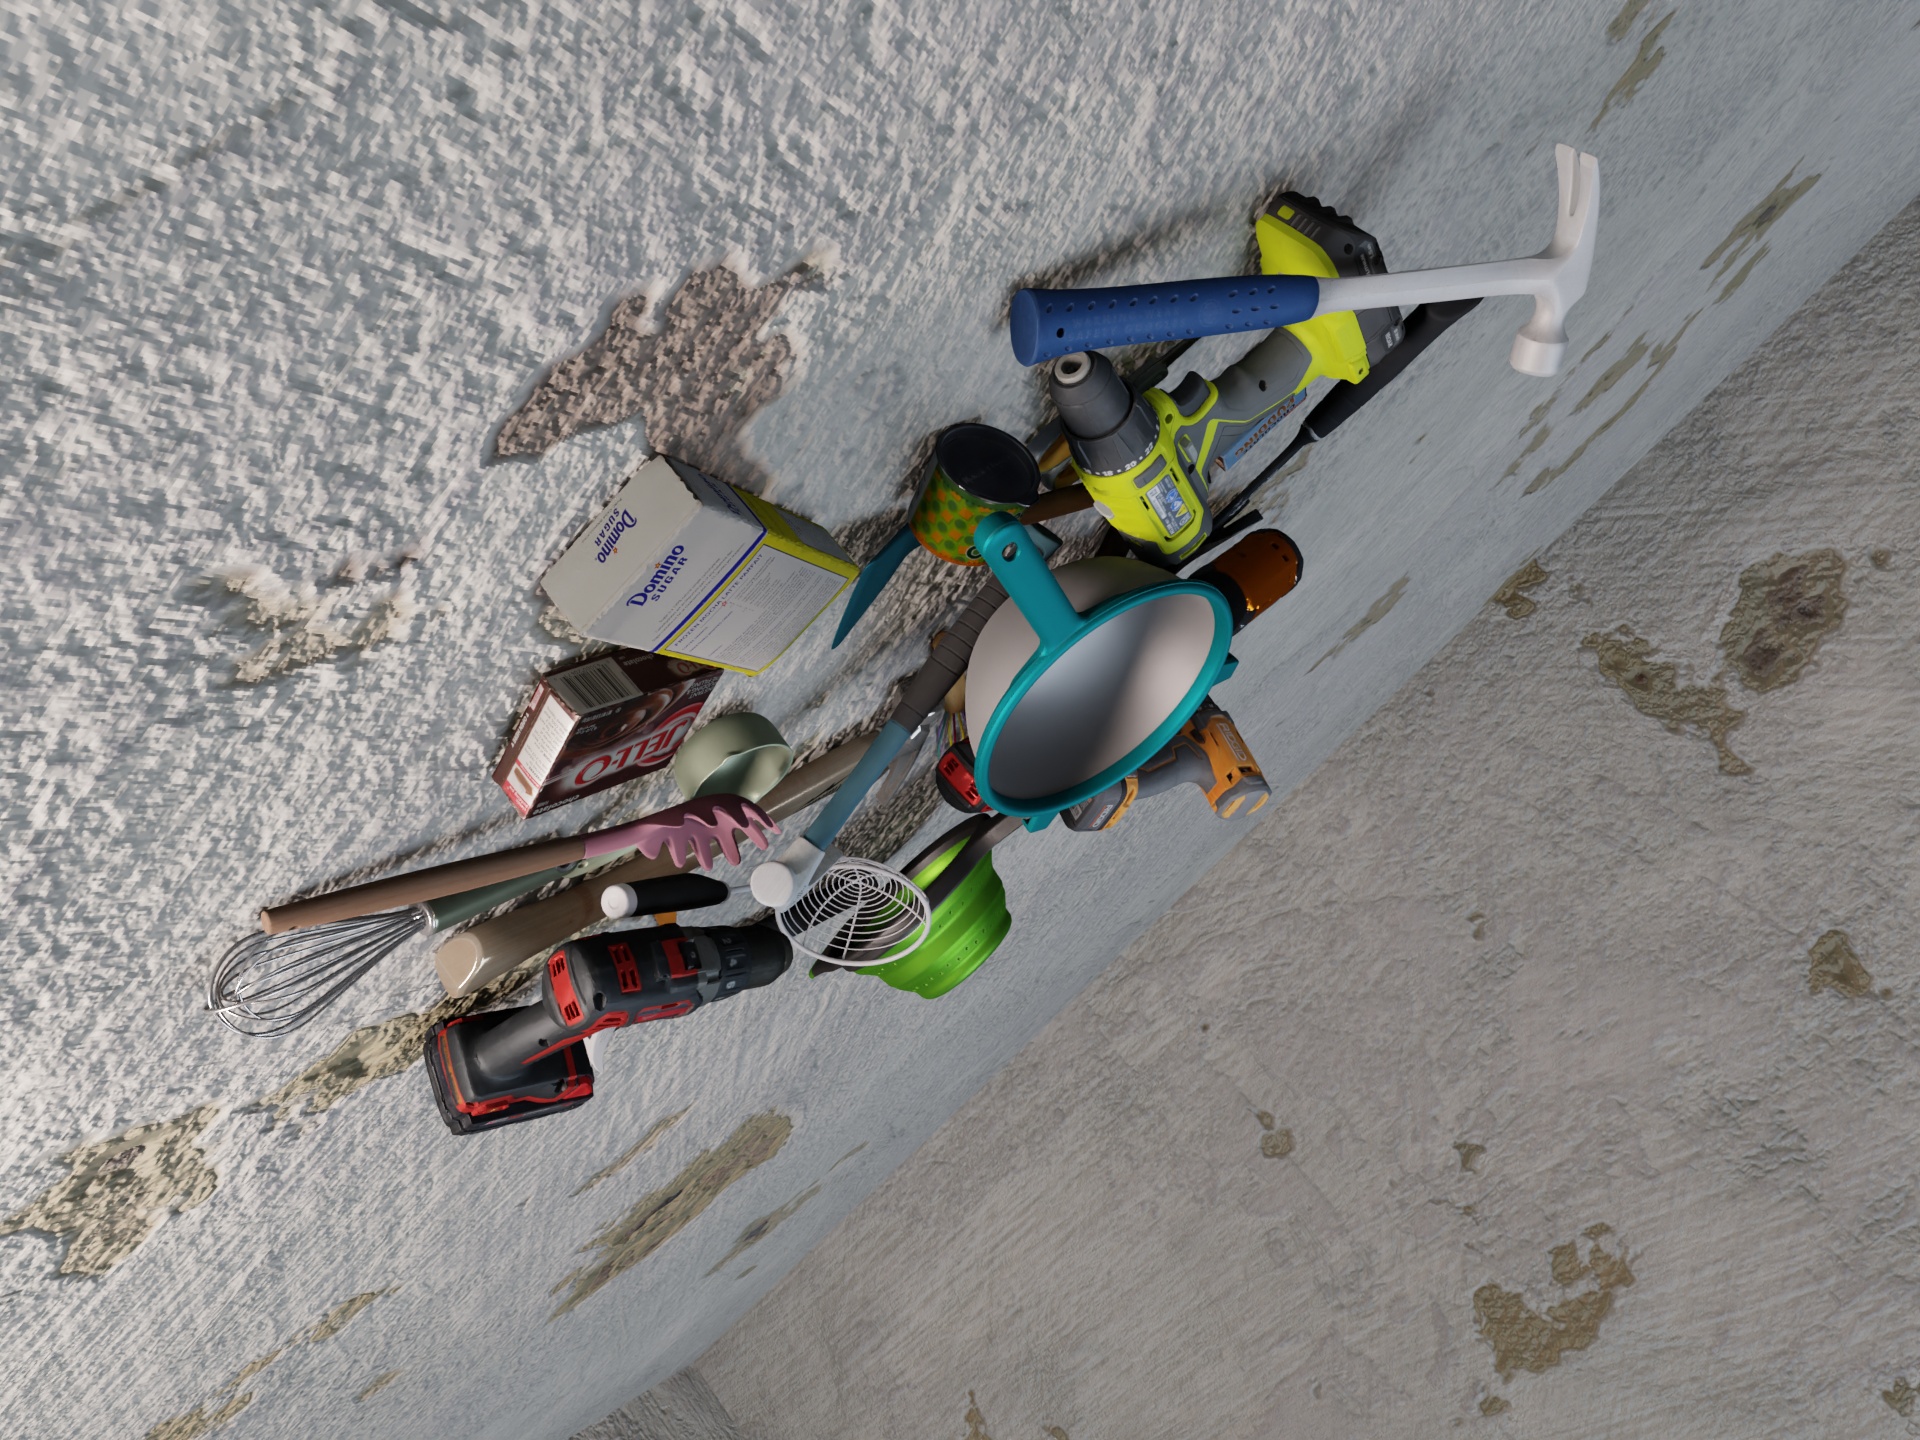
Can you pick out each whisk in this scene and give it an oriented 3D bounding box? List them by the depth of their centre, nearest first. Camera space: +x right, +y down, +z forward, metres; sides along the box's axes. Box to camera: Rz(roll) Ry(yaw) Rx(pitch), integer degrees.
[{"bbox_3d":[-0.320,0.117,0.922,0.059,0.058,0.246,-11,-171,40],"label":"whisk"},{"bbox_3d":[-0.001,-0.003,1.283,0.051,0.047,0.244,3,154,5],"label":"whisk"}]

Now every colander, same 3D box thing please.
[{"bbox_3d":[0.033,0.141,1.406,0.397,0.094,0.204,-39,-174,31],"label":"colander"}]

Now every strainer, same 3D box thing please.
[{"bbox_3d":[0.055,-0.064,1.033,0.211,0.095,0.340,-39,149,1],"label":"strainer"}]

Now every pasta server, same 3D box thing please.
[{"bbox_3d":[-0.246,0.087,0.938,0.316,0.040,0.060,-12,157,-41],"label":"pasta server"}]

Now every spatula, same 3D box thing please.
[{"bbox_3d":[0.040,-0.127,1.055,0.317,0.044,0.082,-21,154,-34],"label":"spatula"}]

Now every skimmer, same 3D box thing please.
[{"bbox_3d":[-0.140,0.151,1.178,0.127,0.090,0.363,-22,169,21],"label":"skimmer"}]

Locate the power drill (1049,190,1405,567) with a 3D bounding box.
[{"bbox_3d":[0.165,-0.225,1.020,0.228,0.080,0.190,-43,143,0],"label":"power drill"}]

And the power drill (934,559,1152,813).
[{"bbox_3d":[0.082,-0.020,1.253,0.219,0.079,0.143,-52,159,26],"label":"power drill"}]

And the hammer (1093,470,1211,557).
[{"bbox_3d":[0.111,-0.111,1.292,0.130,0.031,0.331,-30,159,-31],"label":"hammer"}]

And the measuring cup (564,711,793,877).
[{"bbox_3d":[-0.191,0.048,1.040,0.167,0.038,0.083,-29,157,-8],"label":"measuring cup"}]

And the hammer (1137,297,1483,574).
[{"bbox_3d":[0.266,-0.216,1.225,0.149,0.036,0.409,-34,174,-30],"label":"hammer"}]

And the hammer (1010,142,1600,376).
[{"bbox_3d":[0.218,-0.259,0.948,0.405,0.035,0.144,-12,127,-22],"label":"hammer"}]

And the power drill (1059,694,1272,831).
[{"bbox_3d":[0.183,0.020,1.586,0.226,0.186,0.084,-4,144,-32],"label":"power drill"}]

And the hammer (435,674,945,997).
[{"bbox_3d":[-0.186,0.092,1.147,0.410,0.038,0.146,-28,160,-35],"label":"hammer"}]

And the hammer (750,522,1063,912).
[{"bbox_3d":[-0.034,-0.006,1.109,0.331,0.033,0.128,-53,176,-7],"label":"hammer"}]

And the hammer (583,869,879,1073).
[{"bbox_3d":[-0.194,0.200,1.389,0.335,0.035,0.146,-23,154,-46],"label":"hammer"}]

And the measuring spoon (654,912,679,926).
[{"bbox_3d":[-0.229,0.143,1.223,0.021,0.011,0.116,-34,157,-22],"label":"measuring spoon"}]

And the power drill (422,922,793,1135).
[{"bbox_3d":[-0.240,0.200,1.091,0.226,0.080,0.187,-34,160,34],"label":"power drill"}]

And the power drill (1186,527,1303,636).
[{"bbox_3d":[0.186,-0.068,1.396,0.164,0.084,0.226,-34,173,-42],"label":"power drill"}]
